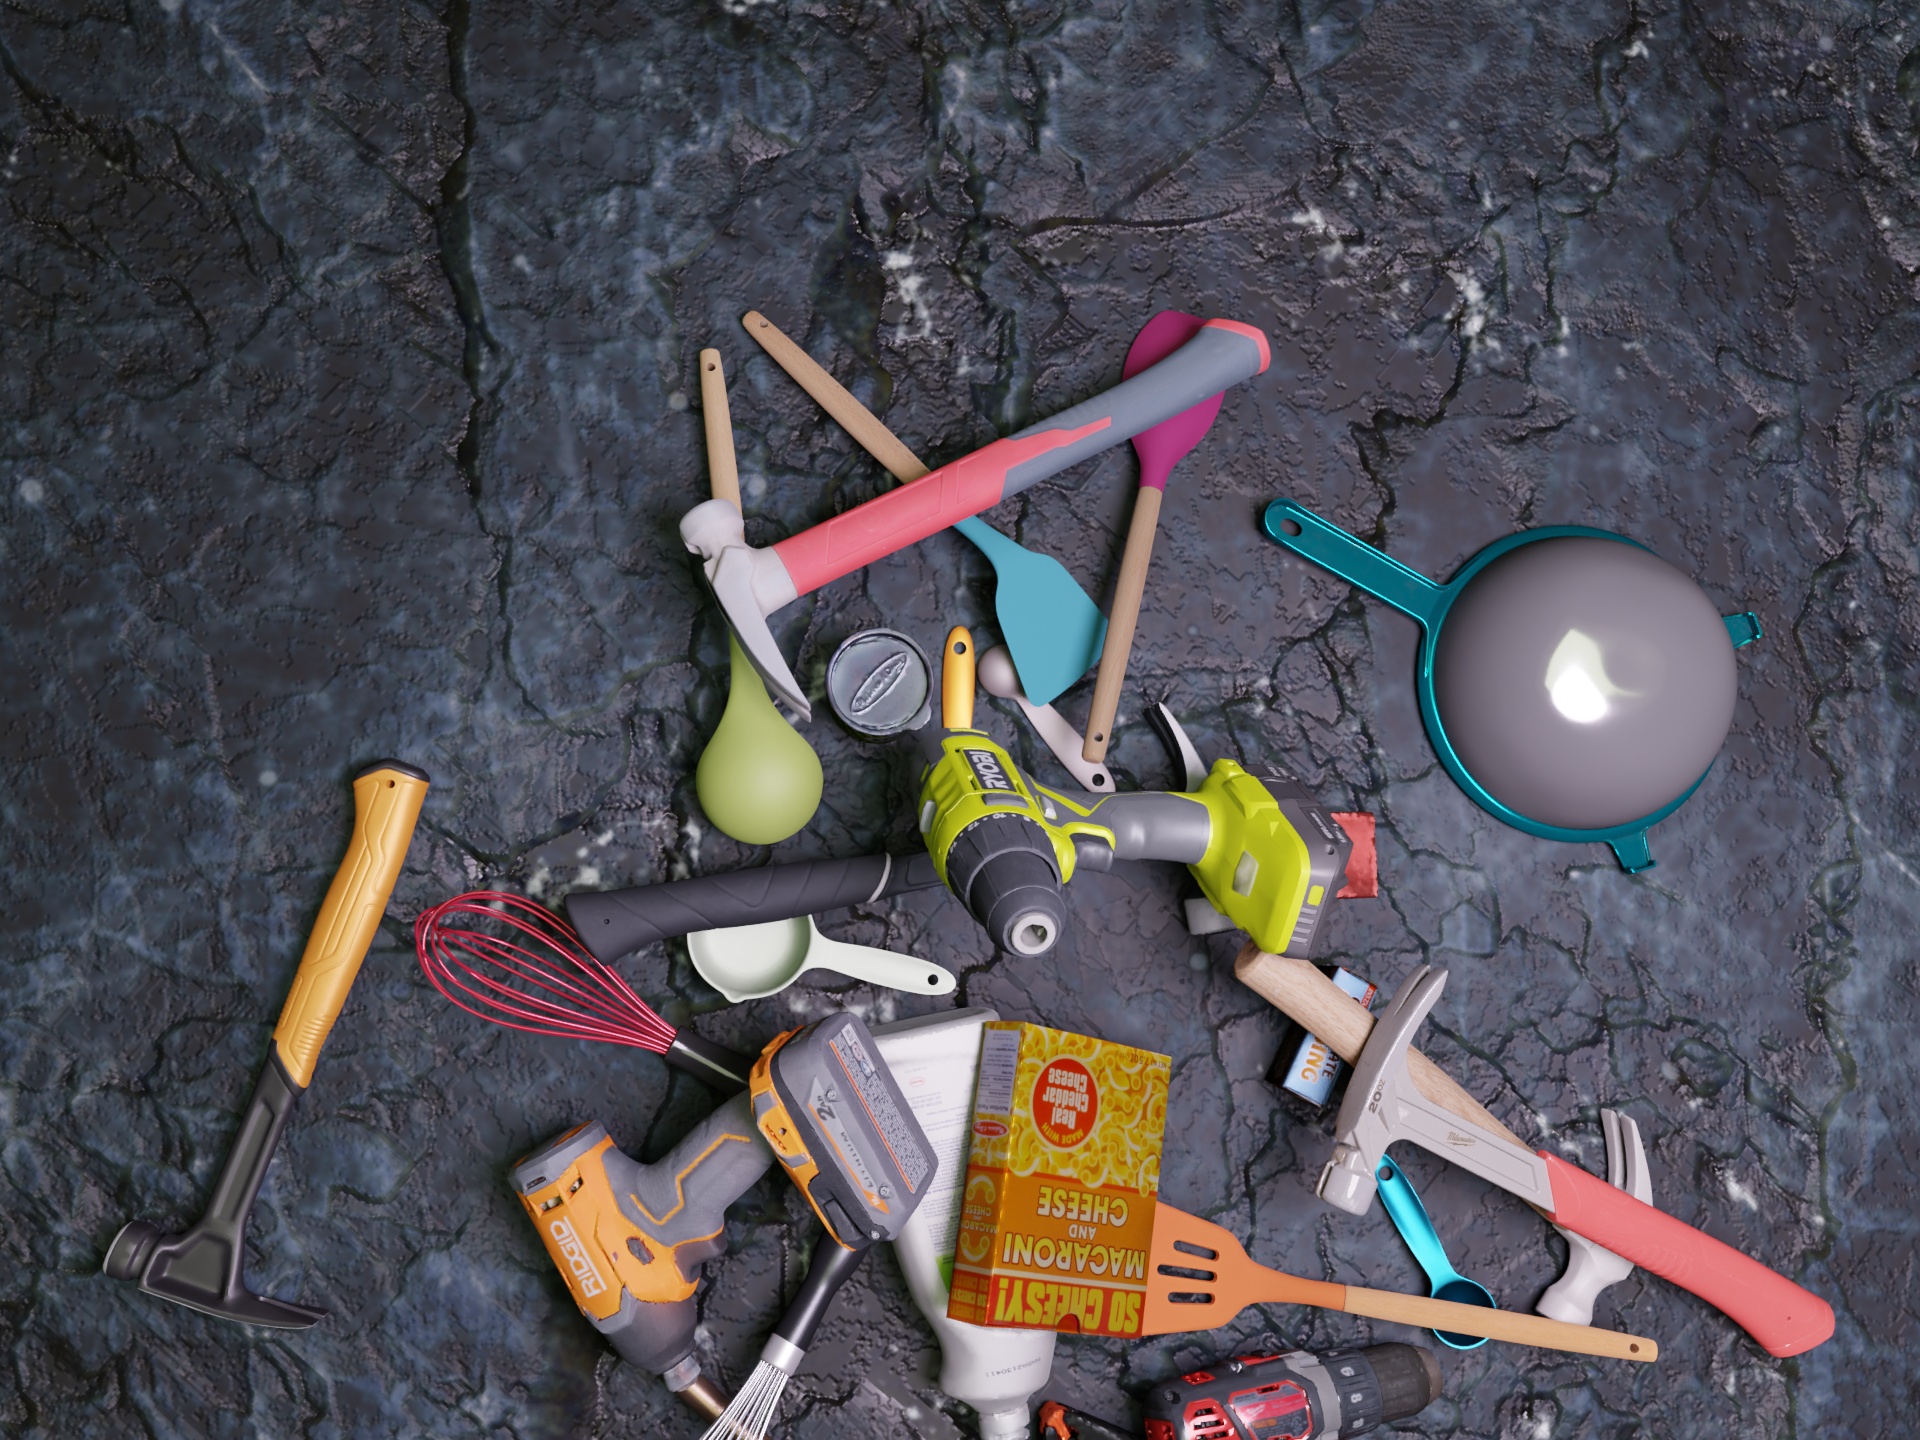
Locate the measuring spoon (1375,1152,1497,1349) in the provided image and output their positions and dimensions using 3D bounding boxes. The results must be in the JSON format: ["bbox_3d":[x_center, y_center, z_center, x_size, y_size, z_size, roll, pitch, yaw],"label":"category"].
[{"bbox_3d":[0.291,0.330,0.999,0.042,0.021,0.129,-27,77,0],"label":"measuring spoon"}]

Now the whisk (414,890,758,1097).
[{"bbox_3d":[-0.190,0.184,0.956,0.295,0.073,0.073,29,82,-6],"label":"whisk"}]

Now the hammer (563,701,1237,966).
[{"bbox_3d":[-0.030,0.086,0.962,0.409,0.036,0.149,-8,84,-13],"label":"hammer"}]

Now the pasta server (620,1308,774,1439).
[{"bbox_3d":[-0.098,0.452,0.949,0.316,0.040,0.060,40,82,5],"label":"pasta server"}]

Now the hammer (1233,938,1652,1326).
[{"bbox_3d":[0.296,0.233,0.965,0.331,0.031,0.130,39,80,-13],"label":"hammer"}]

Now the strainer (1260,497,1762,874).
[{"bbox_3d":[0.350,-0.060,1.004,0.340,0.095,0.211,28,82,-2],"label":"strainer"}]

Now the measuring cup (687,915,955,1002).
[{"bbox_3d":[-0.086,0.143,0.981,0.167,0.038,0.083,15,81,-9],"label":"measuring cup"}]

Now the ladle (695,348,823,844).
[{"bbox_3d":[-0.141,-0.081,1.004,0.078,0.062,0.320,-7,77,-5],"label":"ladle"}]

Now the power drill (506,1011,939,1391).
[{"bbox_3d":[-0.130,0.279,0.904,0.226,0.084,0.164,-29,90,16],"label":"power drill"}]

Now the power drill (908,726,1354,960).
[{"bbox_3d":[0.093,0.075,0.882,0.228,0.191,0.080,6,112,-16],"label":"power drill"}]

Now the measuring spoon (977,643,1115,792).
[{"bbox_3d":[0.058,0.001,1.014,0.034,0.018,0.124,-40,89,-8],"label":"measuring spoon"}]

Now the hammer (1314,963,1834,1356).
[{"bbox_3d":[0.386,0.286,0.956,0.359,0.037,0.149,28,83,-14],"label":"hammer"}]

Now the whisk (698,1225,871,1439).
[{"bbox_3d":[-0.120,0.396,0.918,0.070,0.070,0.285,32,66,0],"label":"whisk"}]

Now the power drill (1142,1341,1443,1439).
[{"bbox_3d":[0.216,0.483,0.926,0.188,0.080,0.227,-5,71,-18],"label":"power drill"}]

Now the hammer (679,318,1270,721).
[{"bbox_3d":[0.032,-0.142,0.978,0.386,0.038,0.143,-27,76,-13],"label":"hammer"}]

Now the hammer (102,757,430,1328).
[{"bbox_3d":[-0.386,0.186,0.952,0.127,0.034,0.337,19,82,-1],"label":"hammer"}]

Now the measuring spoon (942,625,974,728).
[{"bbox_3d":[-0.002,-0.003,1.013,0.021,0.011,0.117,2,83,-4],"label":"measuring spoon"}]

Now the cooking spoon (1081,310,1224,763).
[{"bbox_3d":[0.116,-0.123,1.013,0.068,0.017,0.319,15,73,-3],"label":"cooking spoon"}]

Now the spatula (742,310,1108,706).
[{"bbox_3d":[-0.030,-0.147,1.019,0.317,0.044,0.082,45,64,8],"label":"spatula"}]

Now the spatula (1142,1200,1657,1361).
[{"bbox_3d":[0.258,0.355,0.964,0.322,0.041,0.081,8,73,6],"label":"spatula"}]
